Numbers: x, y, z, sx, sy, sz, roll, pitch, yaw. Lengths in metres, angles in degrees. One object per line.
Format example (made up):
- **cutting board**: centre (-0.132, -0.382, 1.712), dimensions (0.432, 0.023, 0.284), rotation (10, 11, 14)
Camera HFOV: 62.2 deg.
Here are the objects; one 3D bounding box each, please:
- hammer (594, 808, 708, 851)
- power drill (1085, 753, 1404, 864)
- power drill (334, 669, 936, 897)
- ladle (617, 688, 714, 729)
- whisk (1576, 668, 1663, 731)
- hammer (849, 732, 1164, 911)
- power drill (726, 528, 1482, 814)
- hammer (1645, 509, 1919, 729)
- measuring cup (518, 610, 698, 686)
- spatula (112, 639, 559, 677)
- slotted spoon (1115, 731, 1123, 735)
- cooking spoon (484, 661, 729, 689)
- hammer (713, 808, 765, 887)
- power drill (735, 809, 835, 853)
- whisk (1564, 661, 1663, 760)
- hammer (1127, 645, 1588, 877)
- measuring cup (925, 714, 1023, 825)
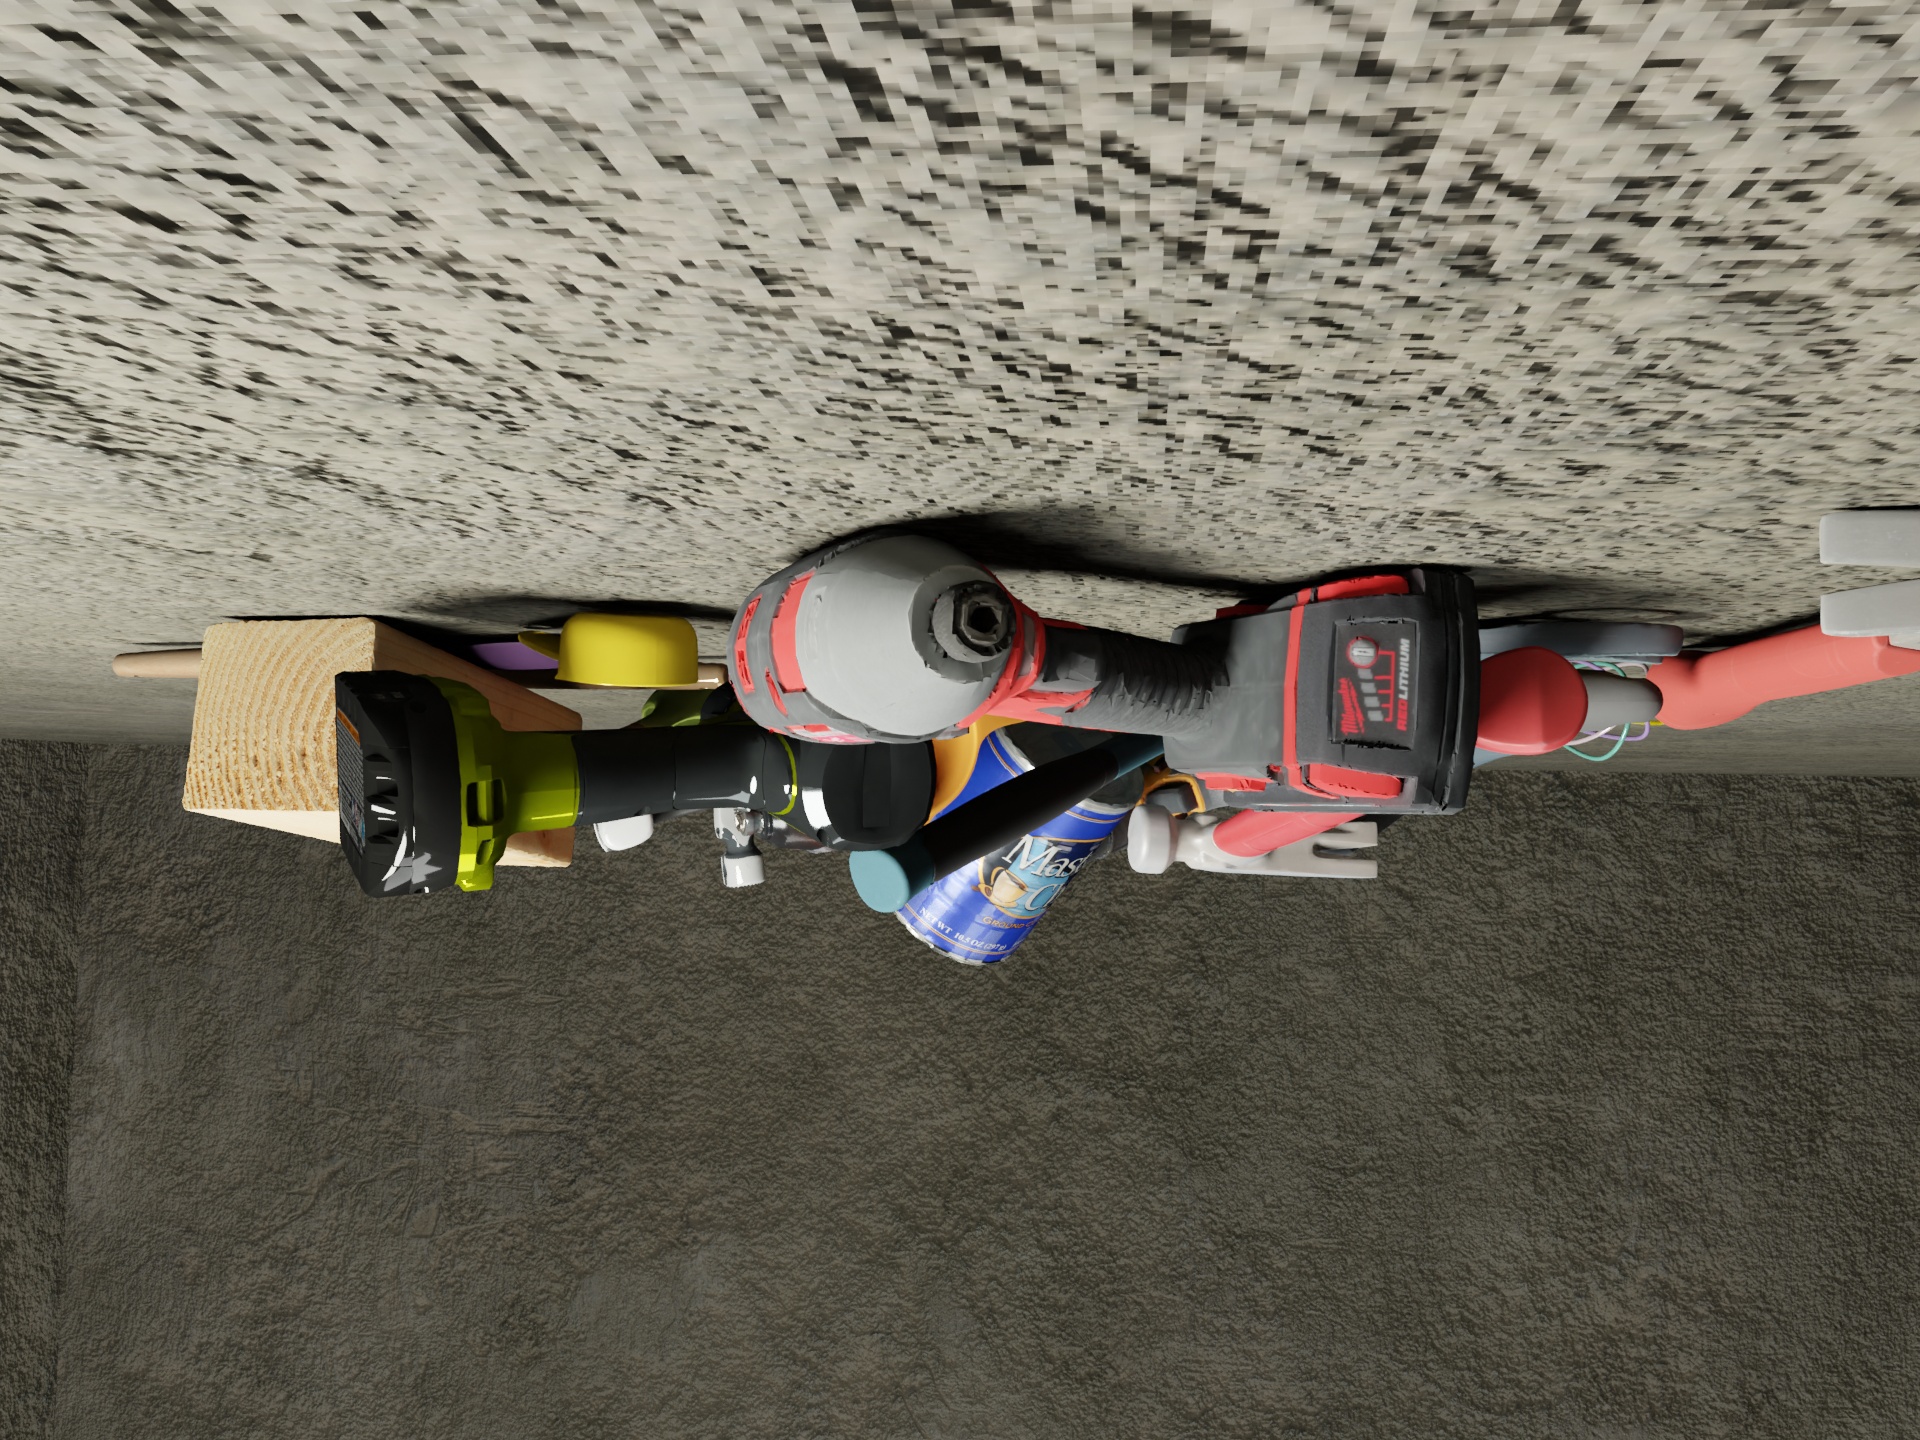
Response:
- **hammer**: centre (-0.062, 0.029, 1.003), dimensions (0.337, 0.034, 0.127), rotation (-13, 180, -13)
- **power drill**: centre (0.161, 0.047, 1.012), dimensions (0.185, 0.084, 0.226), rotation (-27, -168, -37)
- **power drill**: centre (-0.147, 0.015, 0.694), dimensions (0.228, 0.080, 0.191), rotation (-3, -170, -27)
- **ladle**: centre (-0.191, 0.025, 0.876), dimensions (0.078, 0.062, 0.320), rotation (12, -166, 12)
- **whisk**: centre (0.187, -0.010, 0.715), dimensions (0.239, 0.055, 0.055), rotation (1, 177, 33)
- **hammer**: centre (0.060, 0.028, 0.802), dimensions (0.128, 0.033, 0.331), rotation (-11, -172, 40)
- **power drill**: centre (0.049, -0.016, 0.501), dimensions (0.219, 0.078, 0.143), rotation (6, 175, -24)
- **hammer**: centre (0.304, -0.025, 0.557), dimensions (0.149, 0.037, 0.359), rotation (1, 177, 5)
- **measuring cup**: centre (-0.163, -0.039, 0.693), dimensions (0.062, 0.029, 0.157), rotation (-1, -169, -33)
- **spatula**: centre (-0.312, -0.033, 0.834), dimensions (0.316, 0.018, 0.059), rotation (-1, 172, 16)
- **slotted spoon**: centre (0.188, -0.010, 0.936), dimensions (0.070, 0.031, 0.314), rotation (-40, -164, -29)
- **cooking spoon**: centre (-0.280, -0.027, 0.925), dimensions (0.319, 0.017, 0.068), rotation (1, 178, 18)
- **hammer**: centre (-0.016, 0.040, 1.379), dimensions (0.408, 0.149, 0.036), rotation (-7, -179, -23)
- **power drill**: centre (-0.055, 0.076, 1.137), dimensions (0.164, 0.084, 0.227), rotation (-7, -171, -27)
- **whisk**: centre (0.308, -0.007, 0.864), dimensions (0.047, 0.051, 0.245), rotation (-4, -179, -6)
- **hammer**: centre (0.188, 0.033, 0.720), dimensions (0.143, 0.038, 0.386), rotation (3, 168, -7)
- **measuring cup**: centre (-0.001, -0.003, 0.865), dimensions (0.173, 0.095, 0.052), rotation (-17, -171, -20)
